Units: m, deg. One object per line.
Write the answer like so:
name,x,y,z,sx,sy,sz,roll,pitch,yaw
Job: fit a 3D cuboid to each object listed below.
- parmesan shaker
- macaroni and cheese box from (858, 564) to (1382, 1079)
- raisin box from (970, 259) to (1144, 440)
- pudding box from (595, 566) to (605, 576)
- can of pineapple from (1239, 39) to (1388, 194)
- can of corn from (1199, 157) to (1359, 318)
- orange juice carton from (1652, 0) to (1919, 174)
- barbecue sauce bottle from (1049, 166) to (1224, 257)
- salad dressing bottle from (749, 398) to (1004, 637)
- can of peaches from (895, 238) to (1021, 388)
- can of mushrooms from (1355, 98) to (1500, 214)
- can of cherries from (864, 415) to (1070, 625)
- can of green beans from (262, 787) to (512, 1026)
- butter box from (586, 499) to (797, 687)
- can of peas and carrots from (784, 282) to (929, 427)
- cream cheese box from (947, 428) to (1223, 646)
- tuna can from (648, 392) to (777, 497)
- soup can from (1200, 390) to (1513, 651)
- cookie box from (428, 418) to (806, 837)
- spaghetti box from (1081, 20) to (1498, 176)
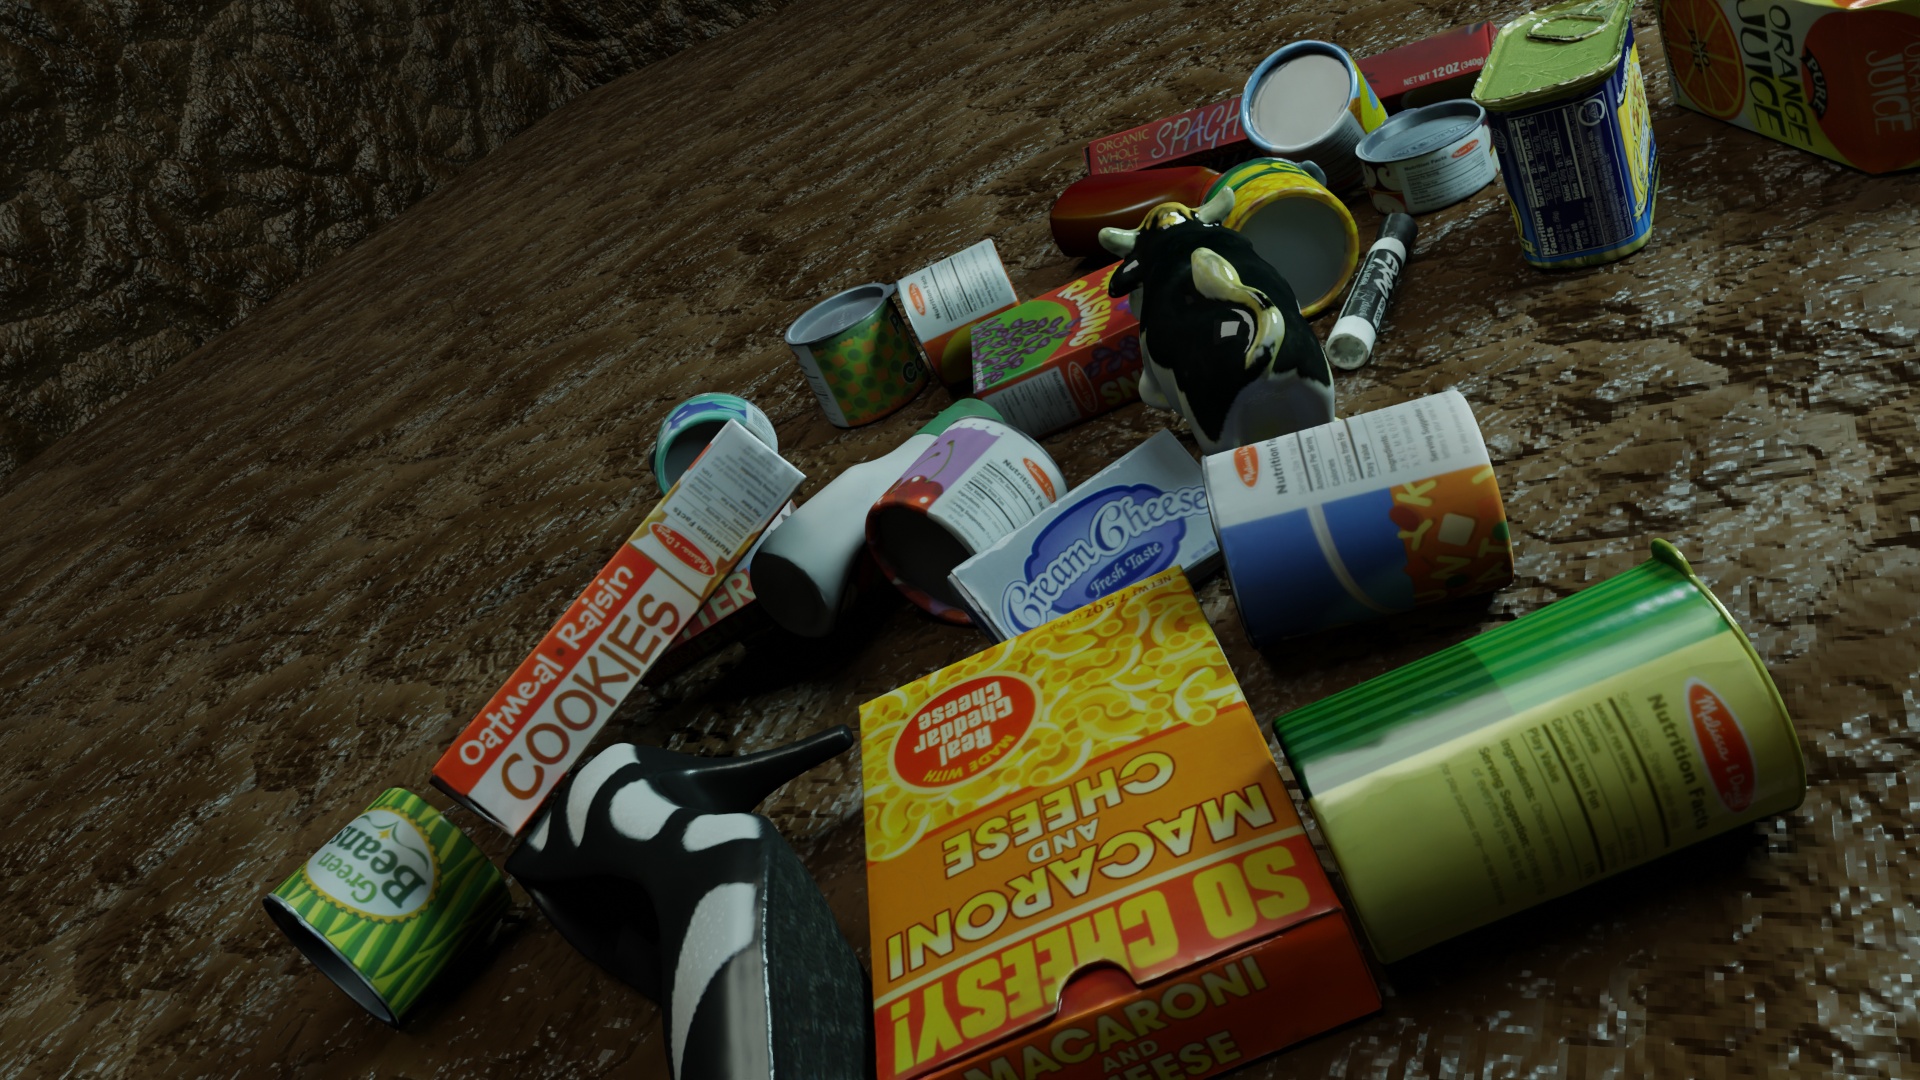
parmesan shaker,0.136,0.052,0.341,0.103,0.071,0.071,-24,27,8
macaroni and cheese box,0.033,0.085,0.409,0.123,0.040,0.167,-25,27,7
raisin box,0.069,-0.100,0.696,0.123,0.040,0.086,-22,28,12
pudding box,-0.137,0.015,0.692,0.084,0.030,0.050,-31,28,-6
can of pineapple,0.192,-0.231,0.758,0.071,0.058,0.071,-8,74,31
can of corn,0.153,-0.146,0.667,0.071,0.071,0.058,-23,27,9
orange juice carton,0.375,-0.211,0.578,0.073,0.071,0.193,-24,27,8
barbecue sauce bottle,0.121,-0.190,0.800,0.065,0.043,0.148,-40,30,-27
salad dressing bottle,-0.031,-0.015,0.624,0.044,0.064,0.148,32,48,16
can of peaches,0.005,-0.125,0.770,0.058,0.071,0.071,-24,27,7
can of mushrooms,0.241,-0.199,0.718,0.071,0.033,0.071,-22,28,12
can of cherries,0.002,-0.007,0.570,0.071,0.071,0.059,3,41,45
can of green beans,-0.210,0.134,0.514,0.071,0.071,0.058,2,39,44
butter box,-0.116,0.018,0.646,0.104,0.024,0.053,-32,67,-8
can of peas and carrots,-0.057,-0.108,0.800,0.071,0.058,0.071,-21,28,12
cream cheese box,0.053,0.007,0.515,0.104,0.024,0.053,-33,65,-12
tuna can,-0.133,-0.043,0.747,0.071,0.071,0.033,-26,28,3
soup can,0.128,-0.004,0.451,0.084,0.071,0.072,-15,30,14
cookie box,-0.137,0.037,0.555,0.168,0.040,0.122,-52,7,-17
spaghetti box,0.194,-0.251,0.829,0.249,0.028,0.050,-8,-7,32
